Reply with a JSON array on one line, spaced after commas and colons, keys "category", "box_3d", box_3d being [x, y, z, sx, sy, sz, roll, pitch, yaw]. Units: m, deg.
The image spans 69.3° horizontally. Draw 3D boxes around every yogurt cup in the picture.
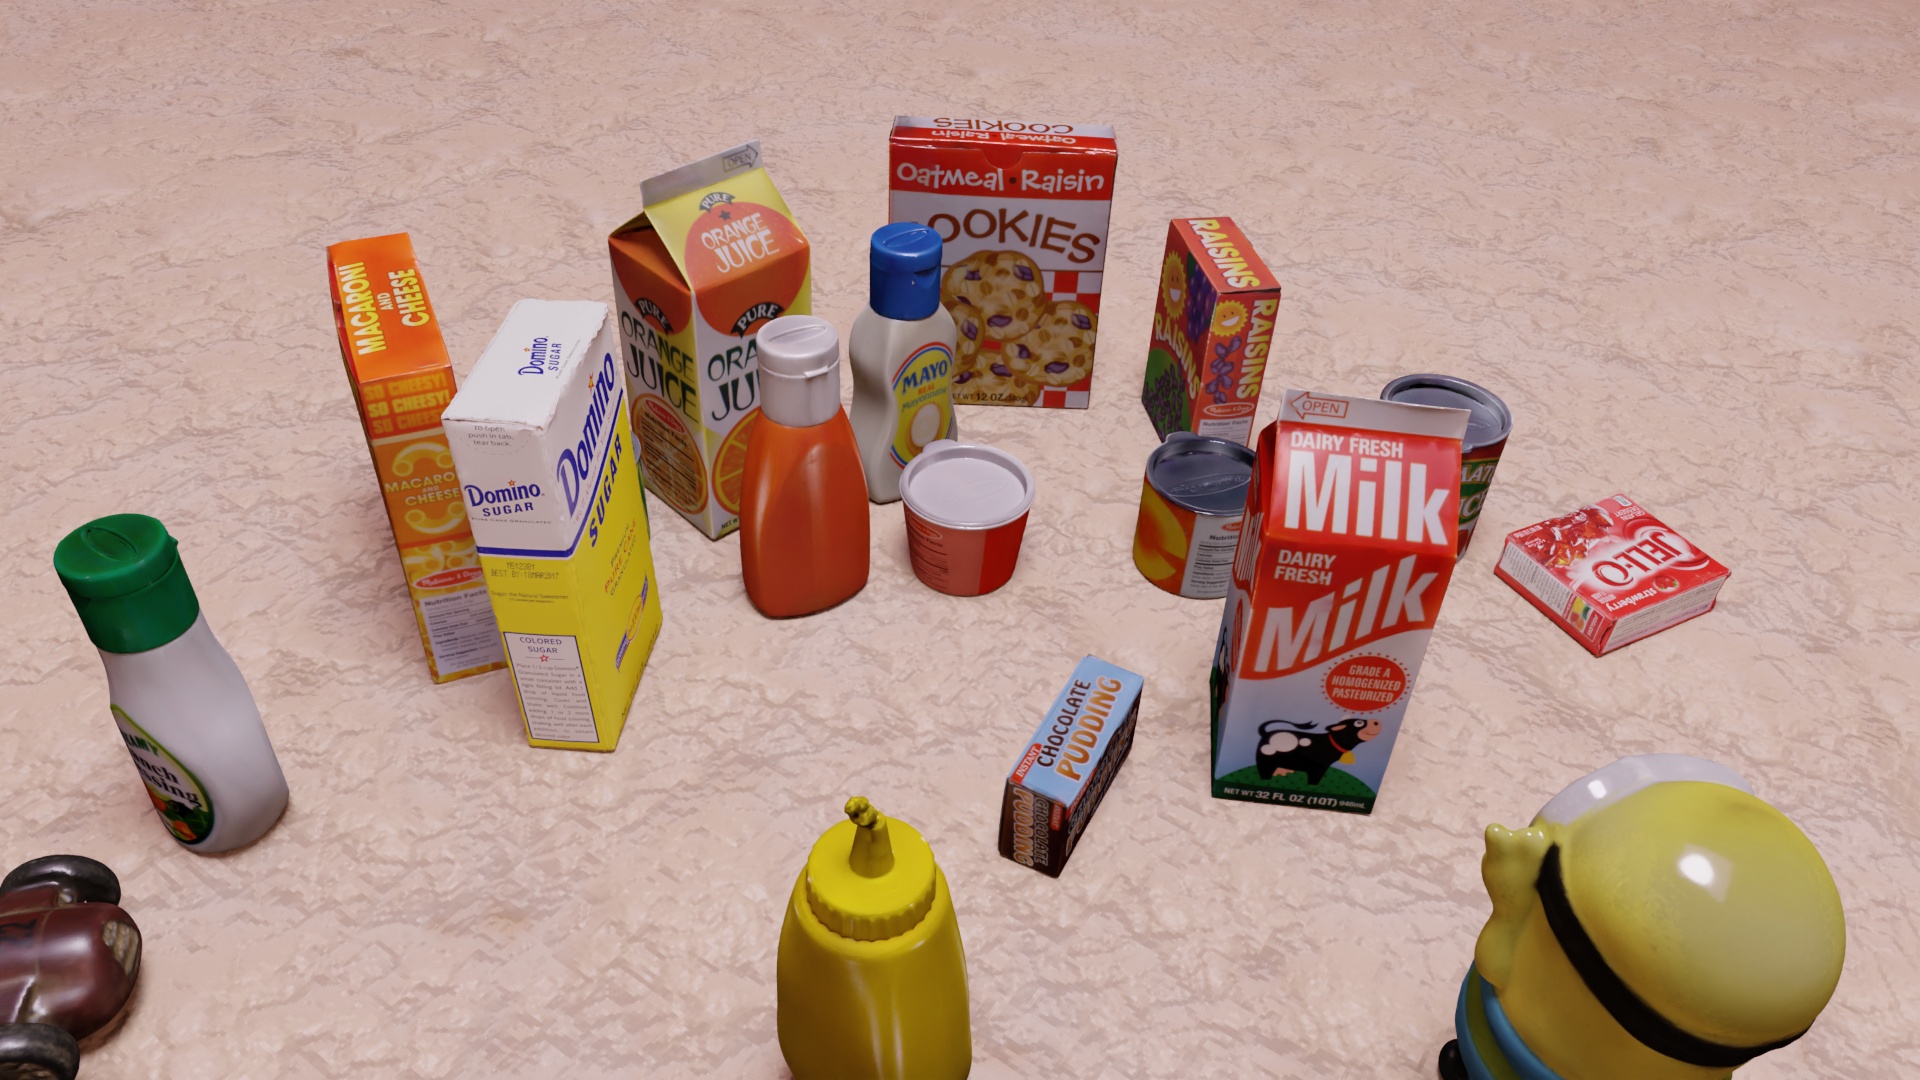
[{"category": "yogurt cup", "box_3d": [0.003, -0.009, 0.706, 0.072, 0.053, 0.073, 2, 39, -2]}]

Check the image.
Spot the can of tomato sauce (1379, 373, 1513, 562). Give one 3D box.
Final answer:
[{"category": "can of tomato sauce", "box_3d": [0.246, -0.034, 0.732, 0.071, 0.082, 0.071, 2, 39, -2]}]

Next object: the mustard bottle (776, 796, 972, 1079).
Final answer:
[{"category": "mustard bottle", "box_3d": [-0.027, 0.135, 0.445, 0.065, 0.159, 0.049, 29, 46, 28]}]

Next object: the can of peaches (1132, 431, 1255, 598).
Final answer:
[{"category": "can of peaches", "box_3d": [0.124, -0.013, 0.717, 0.071, 0.057, 0.071, 2, 39, -2]}]

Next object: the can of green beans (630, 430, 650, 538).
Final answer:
[{"category": "can of green beans", "box_3d": [-0.193, -0.021, 0.704, 0.071, 0.057, 0.071, 2, 39, -2]}]

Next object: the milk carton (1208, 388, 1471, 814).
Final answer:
[{"category": "milk carton", "box_3d": [0.151, 0.021, 0.573, 0.072, 0.189, 0.074, 6, 39, 4]}]

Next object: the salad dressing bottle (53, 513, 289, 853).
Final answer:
[{"category": "salad dressing bottle", "box_3d": [-0.300, 0.057, 0.531, 0.064, 0.146, 0.044, 25, 44, 24]}]

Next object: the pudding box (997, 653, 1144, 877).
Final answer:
[{"category": "pudding box", "box_3d": [0.047, 0.094, 0.588, 0.030, 0.049, 0.084, 20, 42, 19]}]

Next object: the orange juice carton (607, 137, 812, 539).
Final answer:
[{"category": "orange juice carton", "box_3d": [-0.124, -0.103, 0.704, 0.072, 0.191, 0.073, -31, 50, -34]}]

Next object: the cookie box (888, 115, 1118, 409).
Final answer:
[{"category": "cookie box", "box_3d": [0.020, -0.156, 0.798, 0.123, 0.166, 0.040, 2, 39, -1]}]

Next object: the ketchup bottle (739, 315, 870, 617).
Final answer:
[{"category": "ketchup bottle", "box_3d": [-0.074, -0.033, 0.656, 0.065, 0.148, 0.044, -20, 45, -26]}]

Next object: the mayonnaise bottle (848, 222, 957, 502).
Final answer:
[{"category": "mayonnaise bottle", "box_3d": [-0.030, -0.093, 0.732, 0.065, 0.147, 0.041, -27, 48, -32]}]

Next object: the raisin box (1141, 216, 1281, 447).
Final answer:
[{"category": "raisin box", "box_3d": [0.139, -0.108, 0.783, 0.040, 0.122, 0.086, -4, 40, -9]}]

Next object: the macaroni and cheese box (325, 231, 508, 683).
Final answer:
[{"category": "macaroni and cheese box", "box_3d": [-0.247, -0.037, 0.634, 0.040, 0.165, 0.124, -14, 42, -20]}]
